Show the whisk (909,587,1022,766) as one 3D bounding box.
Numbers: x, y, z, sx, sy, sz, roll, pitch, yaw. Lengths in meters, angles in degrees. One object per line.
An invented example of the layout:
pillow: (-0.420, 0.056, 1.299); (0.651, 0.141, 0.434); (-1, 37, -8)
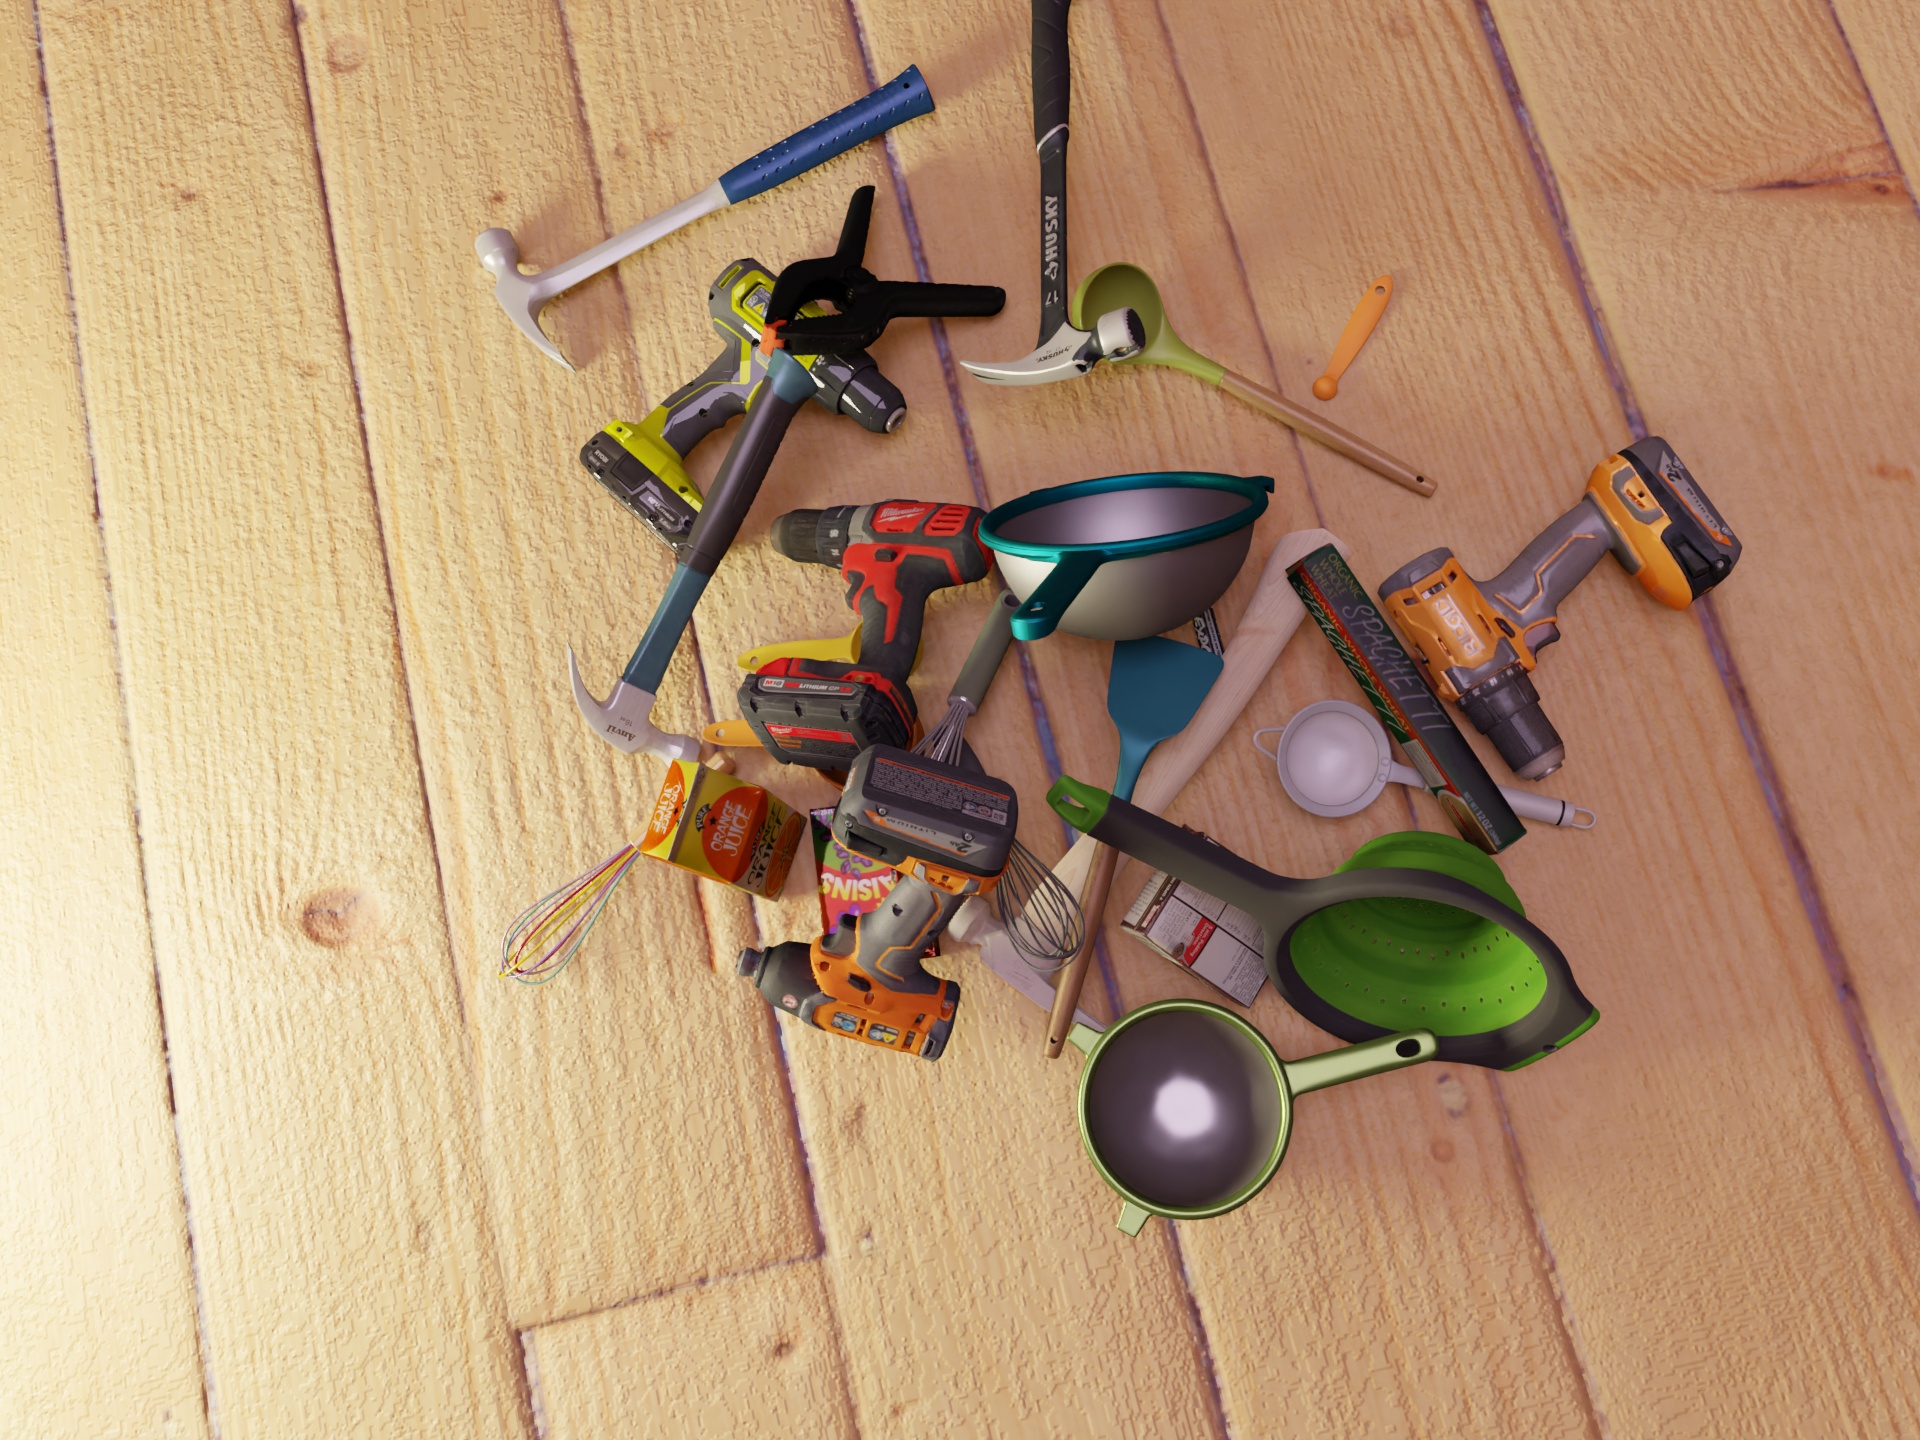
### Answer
whisk: (-0.002, -0.004, 1.199); (0.058, 0.059, 0.246); (24, 62, 4)

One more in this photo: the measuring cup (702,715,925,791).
measuring cup: (-0.111, 0.017, 1.238); (0.173, 0.052, 0.095); (1, 75, 14)

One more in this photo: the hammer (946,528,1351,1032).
hammer: (0.166, 0.037, 1.186); (0.146, 0.038, 0.410); (36, 90, 12)

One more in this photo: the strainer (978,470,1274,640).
strainer: (0.102, -0.089, 1.117); (0.211, 0.340, 0.095); (0, 113, 21)

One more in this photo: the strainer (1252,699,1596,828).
strainer: (0.340, 0.045, 1.175); (0.258, 0.050, 0.087); (14, 88, 5)

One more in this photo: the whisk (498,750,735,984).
whisk: (-0.268, 0.115, 1.243); (0.245, 0.047, 0.051); (-44, 75, -6)

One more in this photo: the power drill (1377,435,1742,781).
power drill: (0.450, -0.080, 1.166); (0.226, 0.084, 0.185); (-31, 77, 5)

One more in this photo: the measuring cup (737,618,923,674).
measuring cup: (-0.103, -0.052, 1.267); (0.156, 0.029, 0.062); (-6, 70, 19)

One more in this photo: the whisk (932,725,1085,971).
whisk: (0.027, 0.087, 1.168); (0.055, 0.055, 0.239); (-30, 49, 1)

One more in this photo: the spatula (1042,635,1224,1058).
spatula: (0.110, 0.092, 1.160); (0.082, 0.044, 0.317); (16, 91, 11)

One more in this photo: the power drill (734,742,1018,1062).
power drill: (-0.061, 0.132, 1.114); (0.164, 0.084, 0.226); (17, 122, -4)

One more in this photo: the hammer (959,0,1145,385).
hammer: (0.071, -0.448, 1.279); (0.149, 0.036, 0.409); (-13, 64, 31)

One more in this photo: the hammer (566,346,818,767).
hammer: (-0.197, -0.128, 1.224); (0.128, 0.033, 0.331); (25, 95, -23)

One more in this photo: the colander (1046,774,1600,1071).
colander: (0.247, 0.108, 1.099); (0.397, 0.204, 0.095); (26, 51, -6)

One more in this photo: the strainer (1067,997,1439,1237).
strainer: (0.211, 0.262, 1.133); (0.256, 0.069, 0.152); (-16, 75, 4)

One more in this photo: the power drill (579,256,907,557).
power drill: (-0.174, -0.240, 1.285); (0.191, 0.080, 0.228); (41, 84, 13)

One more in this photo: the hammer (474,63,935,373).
hammer: (-0.207, -0.438, 1.349); (0.405, 0.035, 0.144); (-27, 76, 2)

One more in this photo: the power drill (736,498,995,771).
power drill: (-0.089, -0.078, 1.205); (0.188, 0.080, 0.227); (6, 56, 25)

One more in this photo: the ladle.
ladle: (0.230, -0.260, 1.244); (0.320, 0.062, 0.078); (31, 86, 10)

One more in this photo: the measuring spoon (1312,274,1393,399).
measuring spoon: (0.313, -0.306, 1.263); (0.021, 0.011, 0.117); (29, 84, 12)
